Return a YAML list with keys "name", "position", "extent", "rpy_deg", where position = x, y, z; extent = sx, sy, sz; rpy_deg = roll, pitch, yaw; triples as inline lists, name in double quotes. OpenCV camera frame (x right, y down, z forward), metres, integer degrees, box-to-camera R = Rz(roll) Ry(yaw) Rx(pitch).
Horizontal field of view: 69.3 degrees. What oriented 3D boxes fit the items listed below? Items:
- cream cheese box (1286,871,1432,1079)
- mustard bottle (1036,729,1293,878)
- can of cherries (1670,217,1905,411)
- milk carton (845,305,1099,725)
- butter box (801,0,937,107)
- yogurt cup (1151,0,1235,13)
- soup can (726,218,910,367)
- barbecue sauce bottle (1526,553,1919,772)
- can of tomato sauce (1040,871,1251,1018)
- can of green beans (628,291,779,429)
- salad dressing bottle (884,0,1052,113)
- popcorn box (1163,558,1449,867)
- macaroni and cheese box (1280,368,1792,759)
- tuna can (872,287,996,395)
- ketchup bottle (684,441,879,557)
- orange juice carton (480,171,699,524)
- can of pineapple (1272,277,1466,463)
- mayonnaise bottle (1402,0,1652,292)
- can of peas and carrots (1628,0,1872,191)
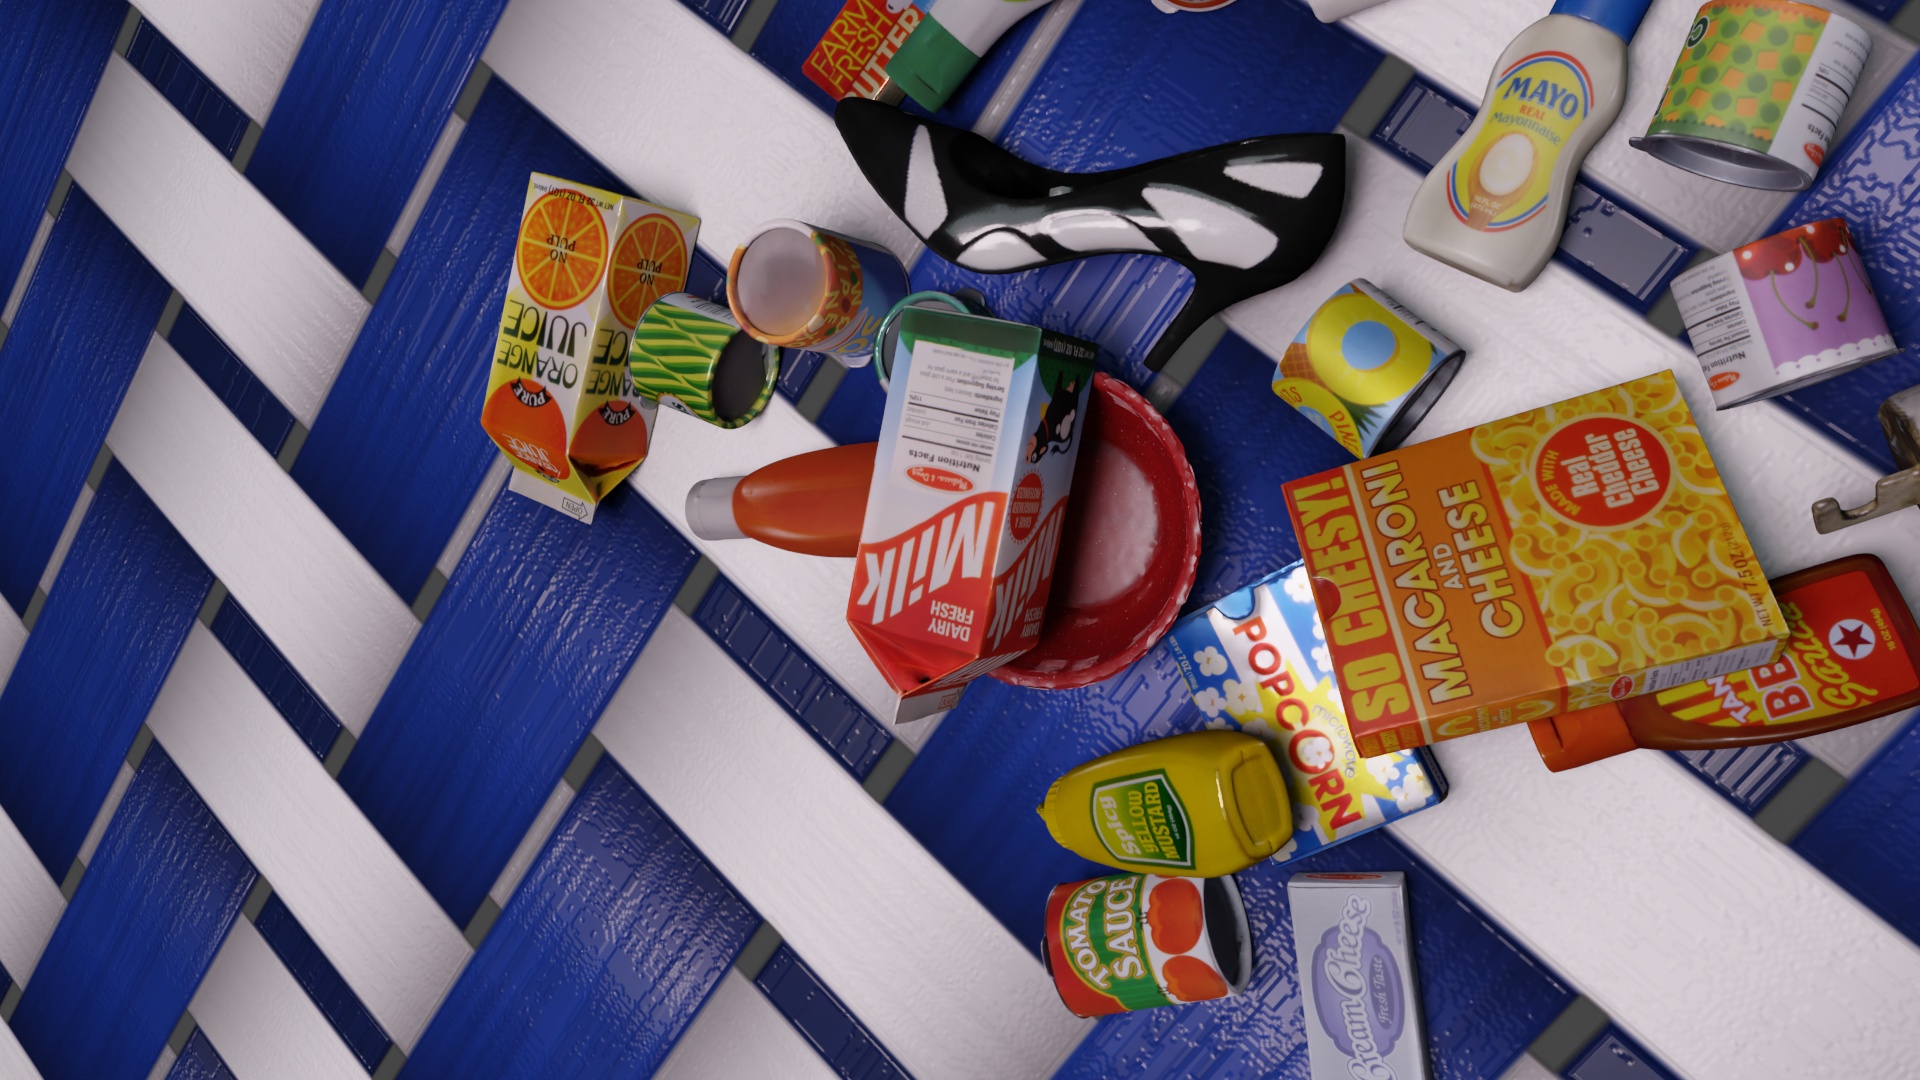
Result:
- name: "cream cheese box"
  position: [0.190, 0.211, 0.659]
  extent: [0.053, 0.024, 0.103]
  rpy_deg: [-8, 88, 26]
- name: "mustard bottle"
  position: [0.086, 0.131, 0.675]
  extent: [0.160, 0.049, 0.065]
  rpy_deg: [-21, 86, 52]
- name: "can of cherries"
  position: [0.332, -0.091, 0.559]
  extent: [0.071, 0.071, 0.058]
  rpy_deg: [-20, 82, 25]
- name: "milk carton"
  position: [0.002, -0.008, 0.656]
  extent: [0.073, 0.072, 0.190]
  rpy_deg: [14, 96, 25]
- name: "butter box"
  position: [-0.037, -0.280, 0.755]
  extent: [0.053, 0.024, 0.103]
  rpy_deg: [46, 110, 17]
- name: "yogurt cup"
  position: [0.112, -0.295, 0.666]
  extent: [0.072, 0.054, 0.072]
  rpy_deg: [1, 91, 25]
- name: "soup can"
  position: [-0.075, -0.131, 0.745]
  extent: [0.071, 0.084, 0.071]
  rpy_deg: [1, 93, 26]
- name: "barbecue sauce bottle"
  position: [0.316, 0.059, 0.582]
  extent: [0.148, 0.044, 0.065]
  rpy_deg: [-24, 76, 25]
- name: "can of tomato sauce"
  position: [0.091, 0.194, 0.681]
  extent: [0.083, 0.071, 0.071]
  rpy_deg: [-17, 84, 25]
- name: "can of green beans"
  position: [-0.145, -0.102, 0.790]
  extent: [0.058, 0.071, 0.071]
  rpy_deg: [22, 101, 23]
- name: "salad dressing bottle"
  position: [0.021, -0.286, 0.706]
  extent: [0.147, 0.064, 0.044]
  rpy_deg: [-47, 30, 19]
- name: "popcorn box"
  position: [0.163, 0.080, 0.661]
  extent: [0.085, 0.038, 0.127]
  rpy_deg: [-30, 79, 25]
- name: "macaroni and cheese box"
  position: [0.232, 0.011, 0.583]
  extent: [0.166, 0.040, 0.124]
  rpy_deg: [-17, 61, 15]
- name: "tuna can"
  position: [-0.011, -0.102, 0.743]
  extent: [0.071, 0.033, 0.071]
  rpy_deg: [1, 93, 26]
- name: "ketchup bottle"
  position: [-0.087, -0.021, 0.772]
  extent: [0.148, 0.043, 0.065]
  rpy_deg: [-2, 56, 32]
- name: "orange juice carton"
  position: [-0.224, -0.111, 0.825]
  extent: [0.072, 0.073, 0.192]
  rpy_deg: [19, 100, 24]
- name: "can of pineapple"
  position: [0.183, -0.075, 0.630]
  extent: [0.058, 0.071, 0.070]
  rpy_deg: [42, 109, 20]
- name: "mayonnaise bottle"
  position: [0.254, -0.187, 0.606]
  extent: [0.065, 0.041, 0.147]
  rpy_deg: [31, 105, 24]
- name: "can of peas and carrots"
  position: [0.319, -0.180, 0.562]
  extent: [0.071, 0.071, 0.058]
  rpy_deg: [24, 101, 23]
